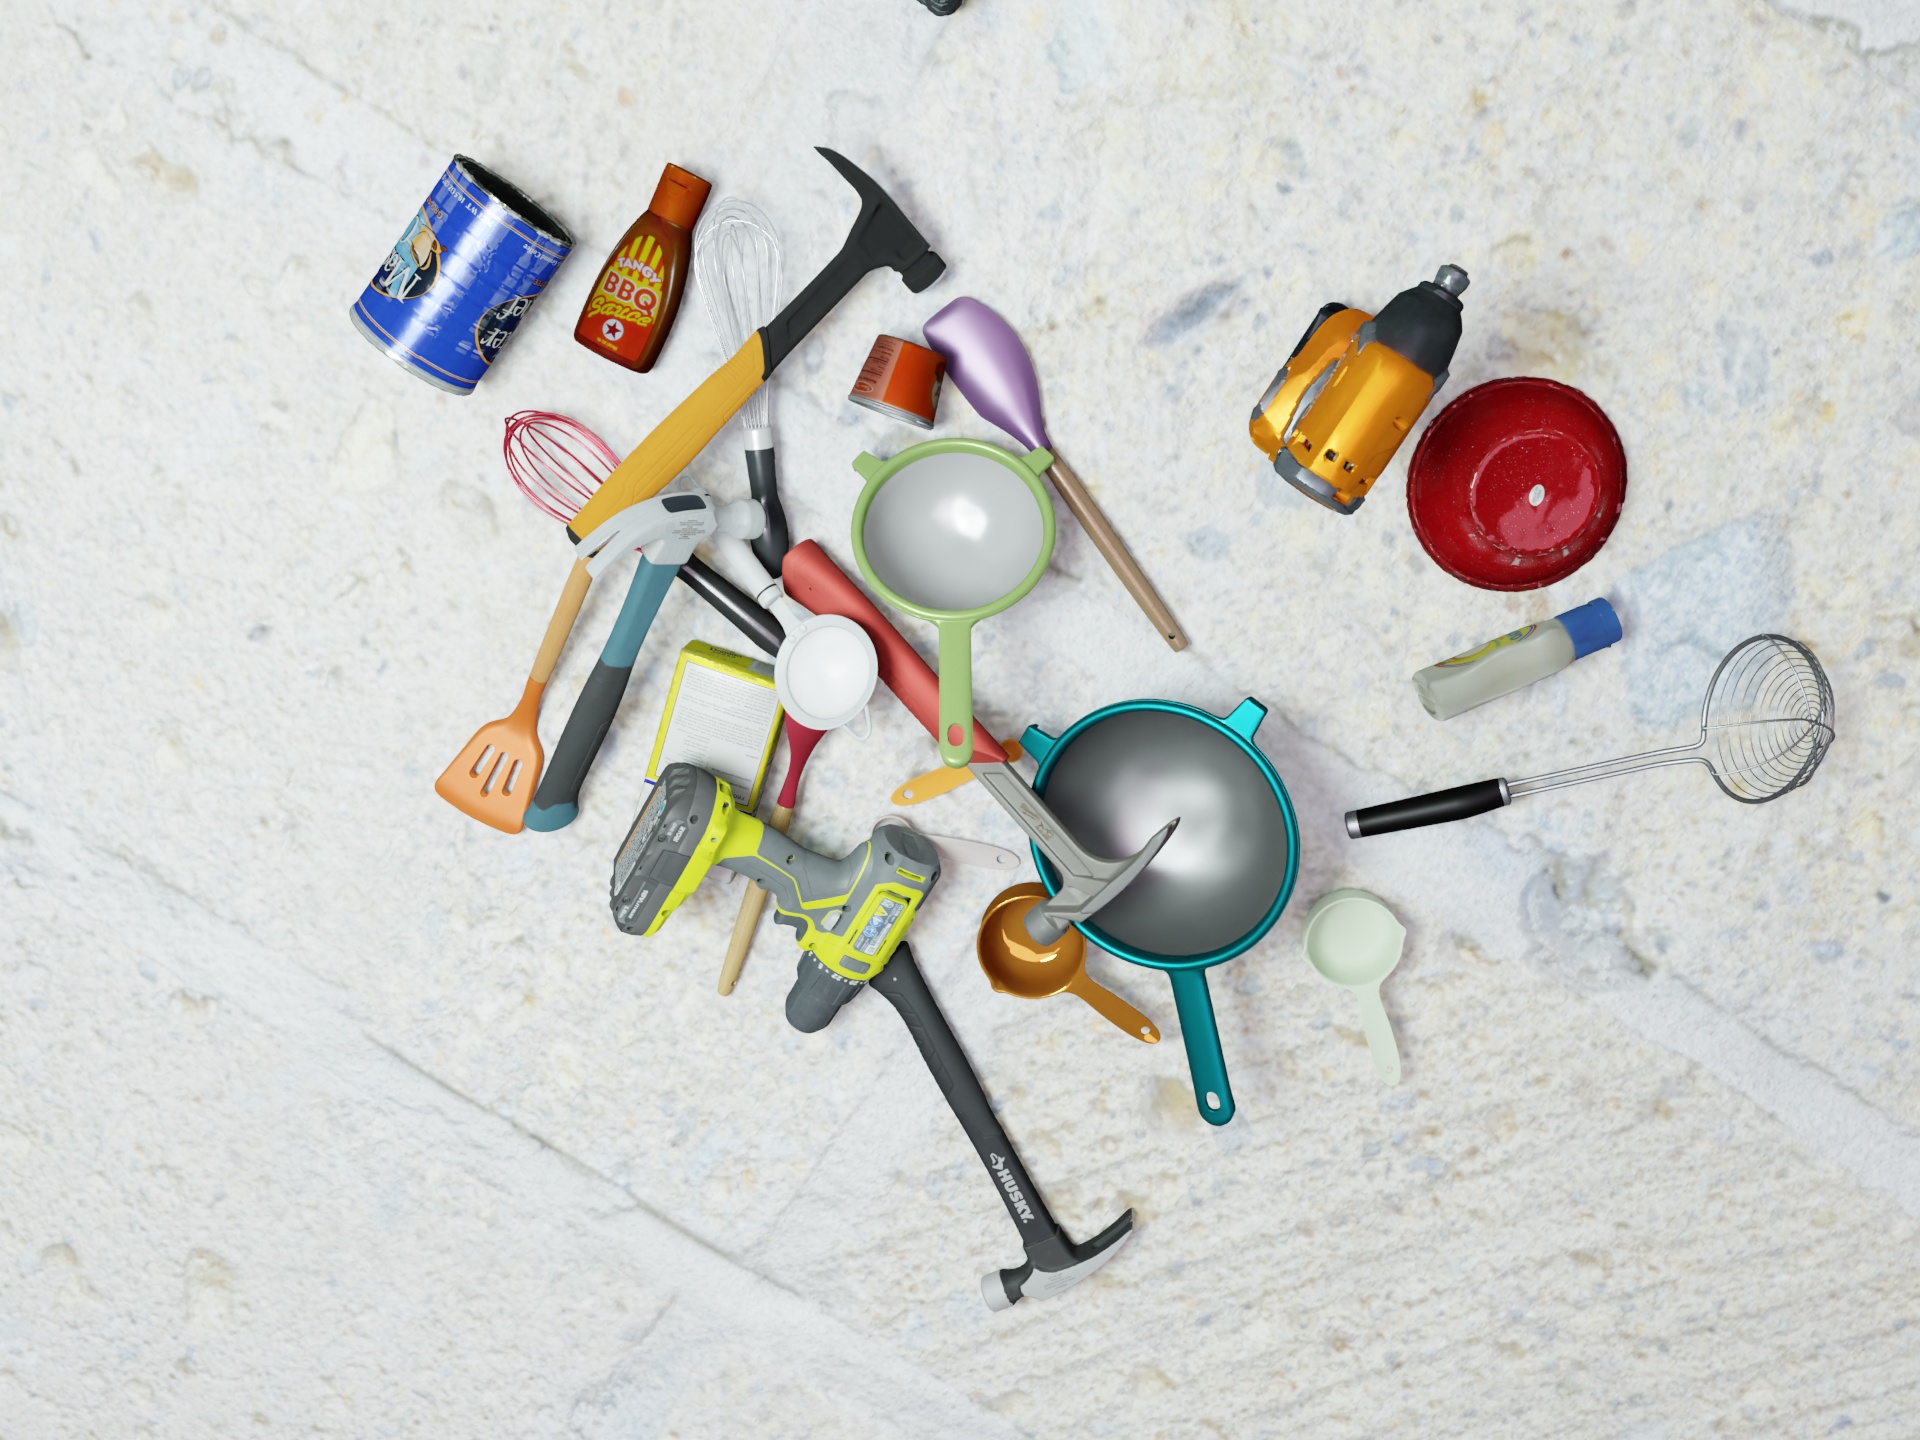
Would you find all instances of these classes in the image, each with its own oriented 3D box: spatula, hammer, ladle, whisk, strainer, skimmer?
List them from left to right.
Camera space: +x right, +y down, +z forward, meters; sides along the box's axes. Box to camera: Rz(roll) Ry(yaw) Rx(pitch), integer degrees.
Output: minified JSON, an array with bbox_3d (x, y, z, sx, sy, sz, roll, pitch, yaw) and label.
[{"bbox_3d":[-0.325,-0.047,1.240,0.081,0.041,0.322,30,121,-3],"label":"spatula"},{"bbox_3d":[-0.264,-0.036,1.208,0.033,0.128,0.331,53,128,30],"label":"hammer"},{"bbox_3d":[-0.232,-0.135,1.226,0.295,0.073,0.073,39,104,-11],"label":"whisk"},{"bbox_3d":[-0.164,-0.251,1.141,0.337,0.034,0.127,-47,121,0],"label":"hammer"},{"bbox_3d":[-0.156,-0.245,1.195,0.070,0.070,0.284,-3,108,6],"label":"whisk"},{"bbox_3d":[-0.150,0.090,1.279,0.031,0.069,0.315,28,112,23],"label":"ladle"},{"bbox_3d":[-0.137,-0.088,1.202,0.087,0.050,0.258,-40,79,15],"label":"strainer"},{"bbox_3d":[-0.003,-0.081,1.175,0.151,0.069,0.256,-2,71,2],"label":"strainer"},{"bbox_3d":[-0.002,-0.004,1.203,0.359,0.037,0.149,48,118,7],"label":"hammer"},{"bbox_3d":[0.020,0.332,1.329,0.146,0.035,0.334,-25,100,11],"label":"hammer"},{"bbox_3d":[0.081,-0.183,1.207,0.060,0.018,0.316,-33,98,16],"label":"spatula"},{"bbox_3d":[0.178,0.138,1.228,0.211,0.095,0.340,-8,101,27],"label":"strainer"},{"bbox_3d":[0.478,0.031,1.221,0.363,0.090,0.127,-15,105,18],"label":"skimmer"}]

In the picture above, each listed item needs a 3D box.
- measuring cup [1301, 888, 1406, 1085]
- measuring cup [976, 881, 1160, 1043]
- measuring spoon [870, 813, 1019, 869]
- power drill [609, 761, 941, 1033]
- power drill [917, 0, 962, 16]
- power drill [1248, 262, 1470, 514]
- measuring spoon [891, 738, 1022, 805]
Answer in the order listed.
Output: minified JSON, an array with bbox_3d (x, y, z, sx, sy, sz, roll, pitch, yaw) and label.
[{"bbox_3d":[0.323,0.212,1.274,0.083,0.038,0.167,-16,104,8],"label":"measuring cup"},{"bbox_3d":[0.091,0.199,1.283,0.173,0.052,0.095,37,104,-6],"label":"measuring cup"},{"bbox_3d":[-0.012,0.100,1.289,0.124,0.018,0.034,13,111,-5],"label":"measuring spoon"},{"bbox_3d":[-0.153,0.143,1.244,0.228,0.080,0.190,24,111,-22],"label":"power drill"},{"bbox_3d":[0.031,-0.599,1.084,0.188,0.080,0.226,37,101,-5],"label":"power drill"},{"bbox_3d":[0.270,-0.229,1.072,0.084,0.226,0.164,32,104,-3],"label":"power drill"},{"bbox_3d":[-0.003,0.042,1.275,0.117,0.011,0.021,-24,101,13],"label":"measuring spoon"}]
